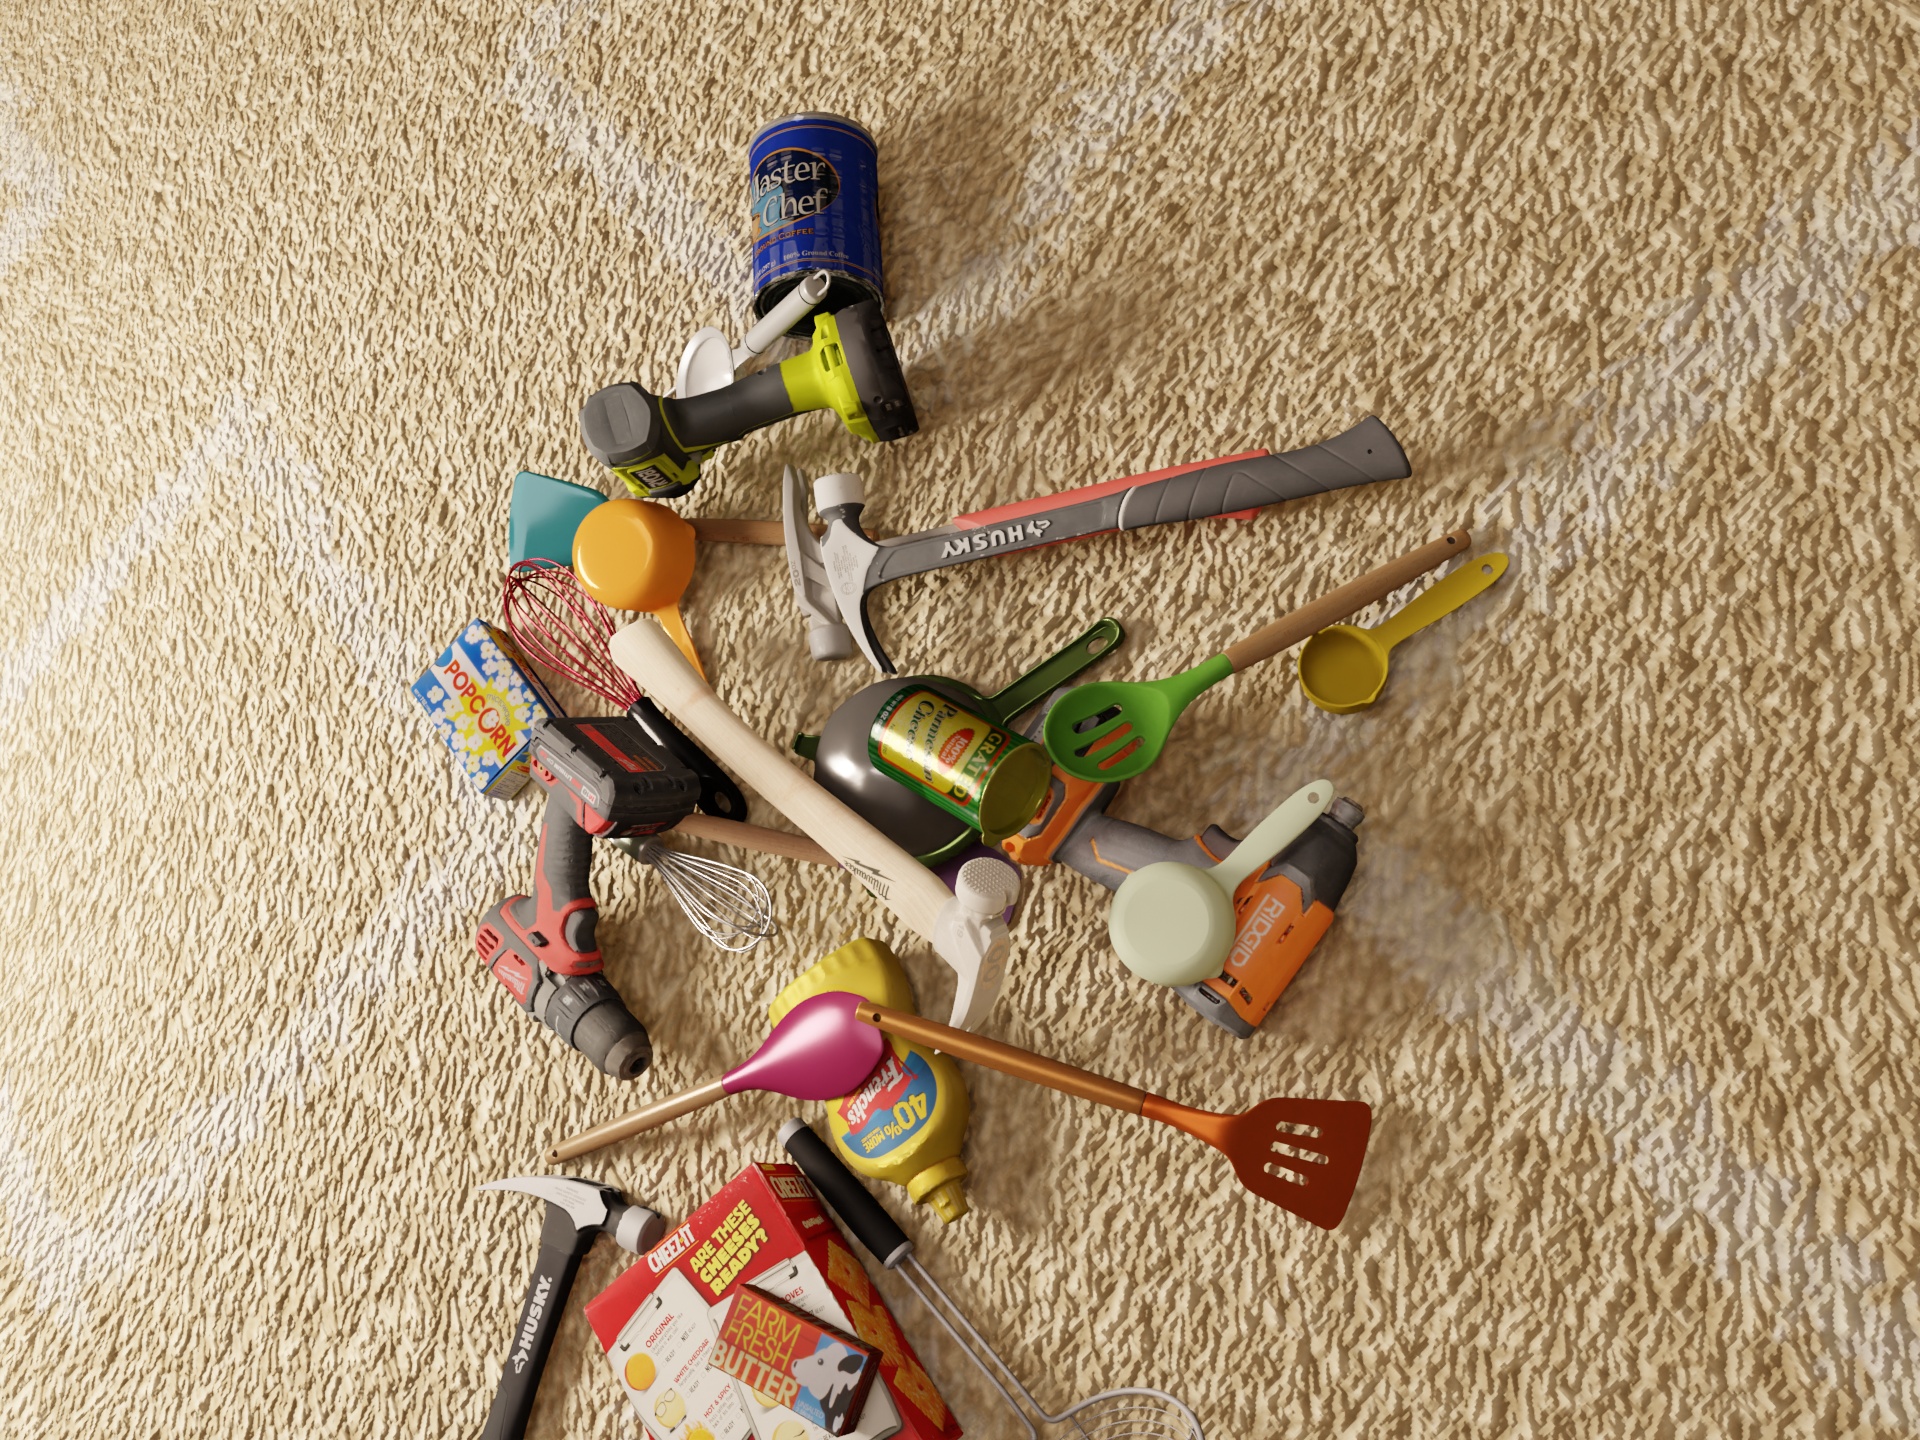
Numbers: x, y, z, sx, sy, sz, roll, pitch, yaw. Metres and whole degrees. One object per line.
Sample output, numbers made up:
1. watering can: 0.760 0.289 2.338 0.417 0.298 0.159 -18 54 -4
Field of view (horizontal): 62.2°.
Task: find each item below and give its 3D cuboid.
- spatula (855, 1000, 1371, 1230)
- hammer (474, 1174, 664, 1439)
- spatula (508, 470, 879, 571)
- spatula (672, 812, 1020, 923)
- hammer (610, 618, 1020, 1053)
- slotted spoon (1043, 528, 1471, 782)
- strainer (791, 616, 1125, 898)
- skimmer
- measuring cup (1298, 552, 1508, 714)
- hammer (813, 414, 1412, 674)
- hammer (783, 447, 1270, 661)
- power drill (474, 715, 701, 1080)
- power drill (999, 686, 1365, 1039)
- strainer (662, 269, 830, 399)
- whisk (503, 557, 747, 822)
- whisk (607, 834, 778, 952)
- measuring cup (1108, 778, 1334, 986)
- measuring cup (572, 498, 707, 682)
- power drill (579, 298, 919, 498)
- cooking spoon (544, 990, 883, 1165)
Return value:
1. spatula: 0.089 0.228 0.979 0.322 0.041 0.081 16 87 10
2. hammer: -0.326 0.491 1.137 0.146 0.035 0.335 14 82 25
3. spatula: -0.213 -0.150 1.253 0.317 0.044 0.082 5 91 22
4. spatula: -0.108 0.091 1.148 0.316 0.018 0.060 10 75 19
5. hammer: -0.118 0.056 1.099 0.411 0.038 0.146 38 132 33
6. slotted spoon: 0.193 -0.046 1.011 0.314 0.031 0.070 -28 67 -8
7. strainer: -0.002 -0.004 1.102 0.256 0.069 0.152 -34 59 6
8. skimmer: 0.000 0.371 1.000 0.127 0.090 0.364 -34 58 -24
9. measuring cup: 0.289 -0.058 1.033 0.156 0.029 0.062 -34 66 -1
10. hammer: 0.096 -0.135 1.082 0.409 0.036 0.149 -10 86 19
11. hammer: 0.043 -0.148 1.139 0.359 0.036 0.149 -11 85 19
12. power drill: -0.263 0.128 1.145 0.188 0.080 0.226 35 113 35
13. power drill: 0.139 0.073 1.028 0.227 0.084 0.164 36 91 22
14. strainer: -0.160 -0.284 1.218 0.258 0.050 0.087 -20 76 55
15. whisk: -0.262 -0.022 1.236 0.073 0.073 0.296 -47 71 5
16. whisk: -0.227 0.102 1.192 0.246 0.059 0.058 29 99 31
17. measuring cup: 0.159 0.092 0.957 0.167 0.038 0.083 -43 72 7
18. measuring cup: -0.239 -0.090 1.224 0.095 0.052 0.174 -26 82 17
19. power drill: -0.150 -0.225 1.176 0.223 0.171 0.080 -17 84 3
20. cooking spoon: -0.180 0.261 1.109 0.319 0.017 0.069 -27 72 28
